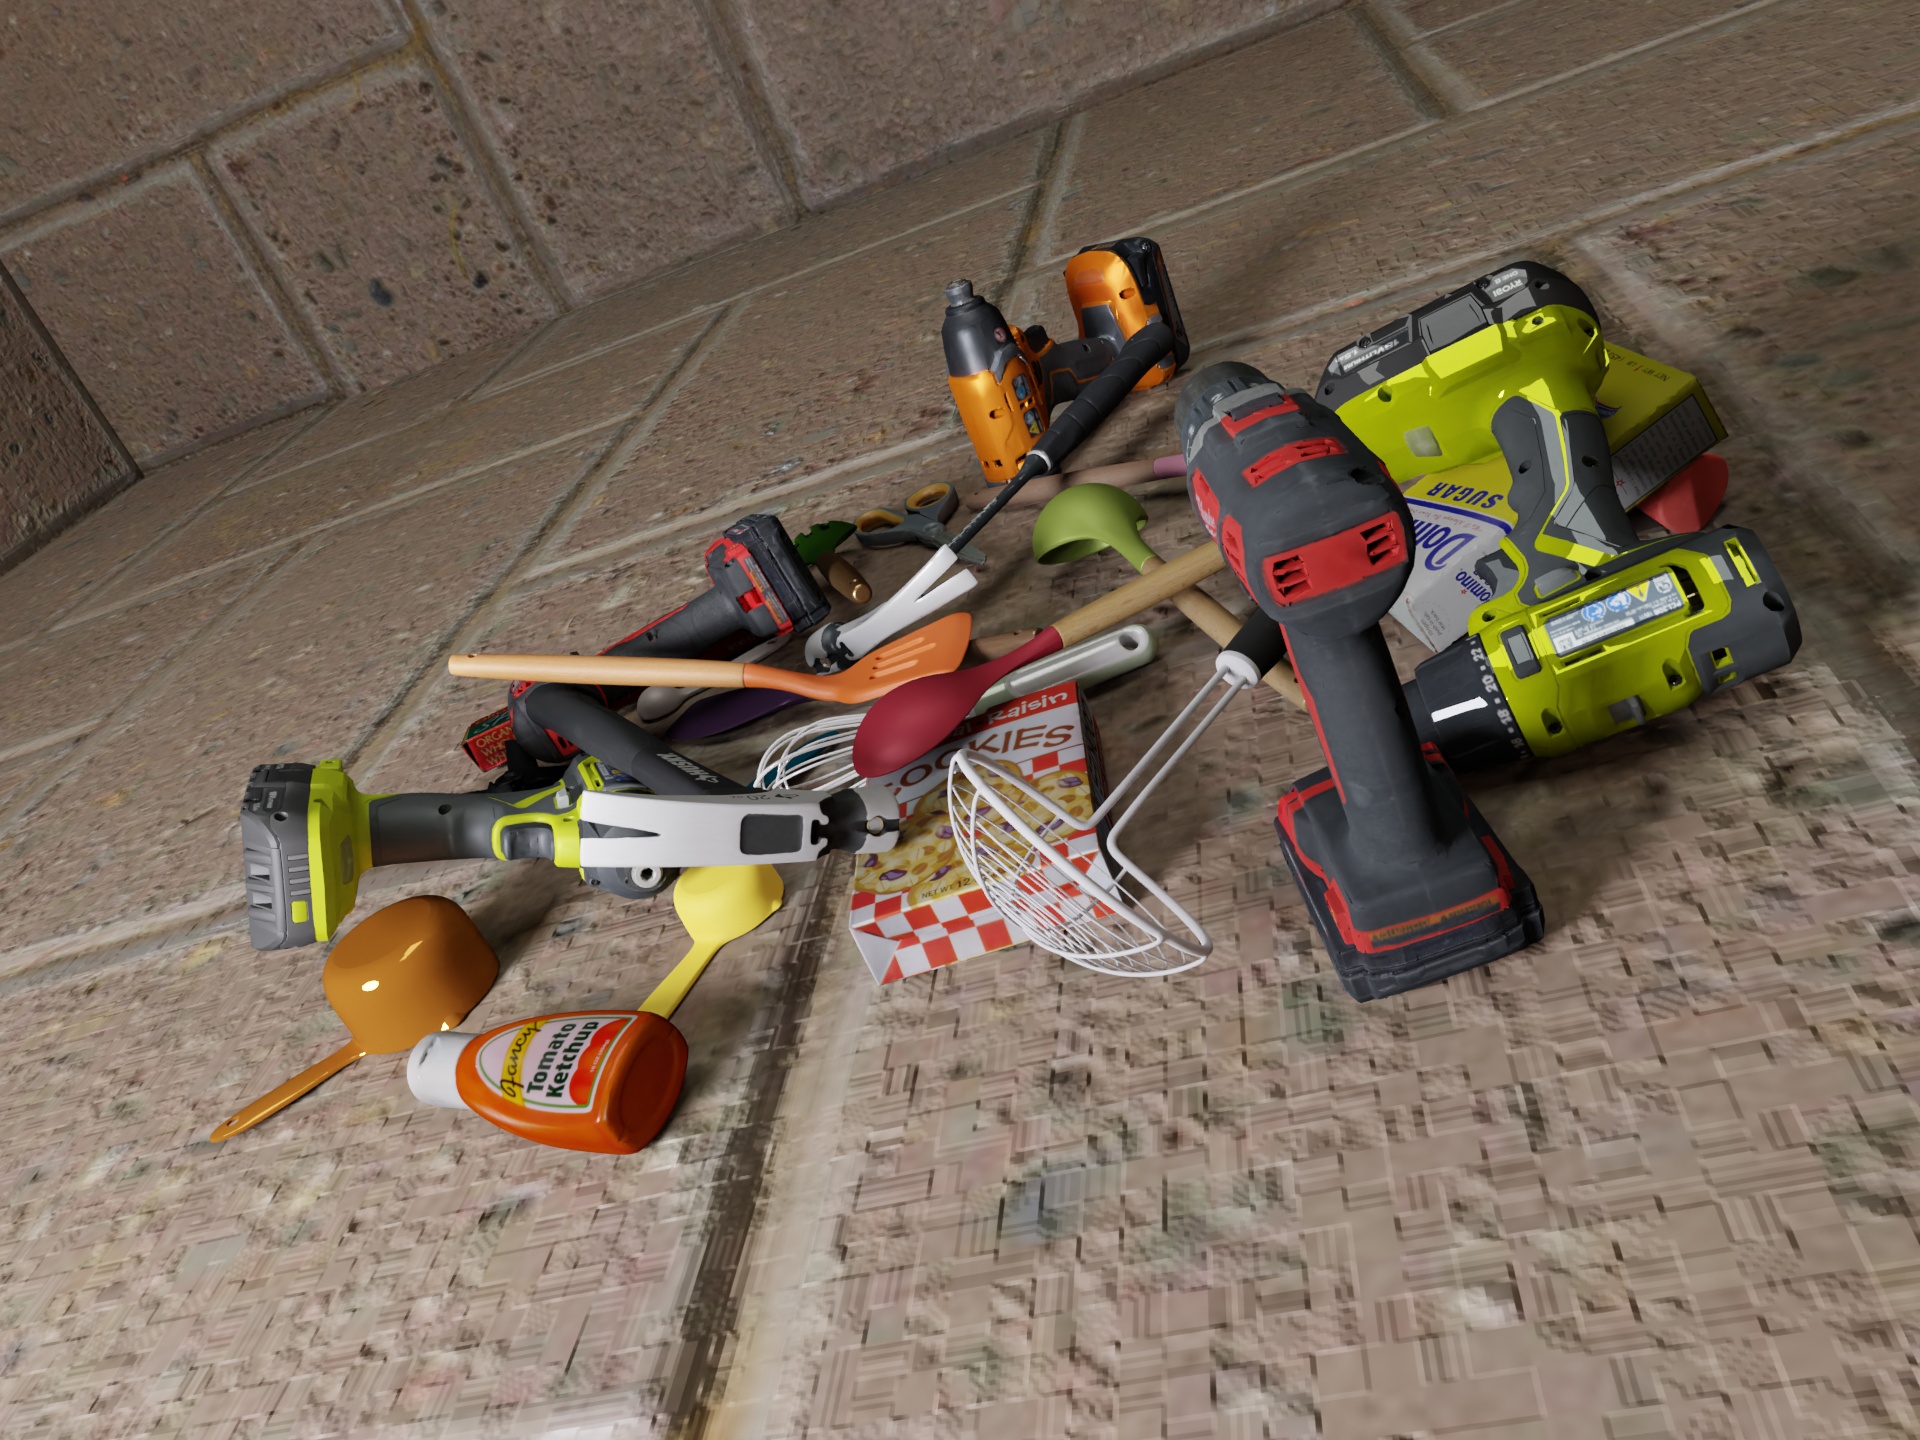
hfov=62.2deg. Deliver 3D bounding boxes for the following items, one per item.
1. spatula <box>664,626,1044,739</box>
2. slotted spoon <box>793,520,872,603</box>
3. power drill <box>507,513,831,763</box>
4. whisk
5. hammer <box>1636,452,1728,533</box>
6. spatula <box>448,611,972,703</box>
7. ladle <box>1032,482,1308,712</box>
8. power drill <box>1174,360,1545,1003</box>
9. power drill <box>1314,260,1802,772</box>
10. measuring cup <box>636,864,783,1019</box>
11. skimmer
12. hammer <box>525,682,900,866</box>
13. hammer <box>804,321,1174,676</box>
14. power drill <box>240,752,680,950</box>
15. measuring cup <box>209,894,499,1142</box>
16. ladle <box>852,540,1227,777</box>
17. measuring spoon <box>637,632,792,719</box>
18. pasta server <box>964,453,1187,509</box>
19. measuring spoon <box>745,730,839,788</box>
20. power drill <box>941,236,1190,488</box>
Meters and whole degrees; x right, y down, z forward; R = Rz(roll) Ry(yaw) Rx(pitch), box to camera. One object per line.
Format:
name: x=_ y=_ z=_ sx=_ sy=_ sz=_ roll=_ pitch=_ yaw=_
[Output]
spatula: x=-0.076 y=-0.022 z=1.005 sx=0.316 sy=0.018 sz=0.060 roll=-11 pitch=29 yaw=38
slotted spoon: x=-0.089 y=-0.111 z=1.122 sx=0.070 sy=0.031 sz=0.314 roll=-33 pitch=16 yaw=-3
power drill: x=-0.206 y=-0.052 z=1.081 sx=0.219 sy=0.078 sz=0.143 roll=-33 pitch=15 yaw=-9
whisk: x=-0.001 y=-0.003 z=0.902 sx=0.246 sy=0.059 sz=0.058 roll=-22 pitch=64 yaw=-5
hammer: x=0.343 y=-0.185 z=0.963 sx=0.149 sy=0.036 sz=0.359 roll=-22 pitch=26 yaw=5
spatula: x=-0.154 y=-0.037 z=0.960 sx=0.322 sy=0.041 sz=0.081 roll=2 pitch=29 yaw=6
ladle: x=0.126 y=-0.070 z=0.937 sx=0.078 sy=0.062 sz=0.320 roll=-18 pitch=32 yaw=-12
power drill: x=0.142 y=-0.027 z=0.620 sx=0.080 sy=0.226 sz=0.188 roll=-21 pitch=27 yaw=6
power drill: x=0.245 y=-0.085 z=0.735 sx=0.190 sy=0.080 sz=0.229 roll=-24 pitch=54 yaw=21
measuring cup: x=-0.145 y=0.118 z=0.813 sx=0.062 sy=0.029 sz=0.157 roll=-6 pitch=31 yaw=32
skimmer: x=0.116 y=-0.011 z=0.724 sx=0.363 sy=0.127 sz=0.090 roll=-44 pitch=-11 yaw=-44
hammer: x=-0.174 y=0.021 z=0.855 sx=0.146 sy=0.035 sz=0.335 roll=-2 pitch=12 yaw=-31
hammer: x=0.048 y=-0.176 z=1.117 sx=0.149 sy=0.036 sz=0.409 roll=-27 pitch=17 yaw=51
power drill: x=-0.268 y=0.066 z=0.872 sx=0.223 sy=0.080 sz=0.171 roll=-4 pitch=13 yaw=-19
measuring cup: x=-0.341 y=0.159 z=0.871 sx=0.173 sy=0.052 sz=0.095 roll=-35 pitch=28 yaw=-25
ladle: x=0.075 y=-0.055 z=0.872 sx=0.315 sy=0.031 sz=0.069 roll=-28 pitch=25 yaw=-16
measuring spoon: x=-0.178 y=-0.037 z=1.141 sx=0.124 sy=0.018 sz=0.034 roll=-29 pitch=26 yaw=-12
pasta server: x=0.123 y=-0.168 z=1.130 sx=0.316 sy=0.040 sz=0.060 roll=-2 pitch=34 yaw=44
measuring spoon: x=-0.110 y=0.042 z=0.947 sx=0.042 sy=0.021 sz=0.128 roll=-2 pitch=25 yaw=38
power drill: x=0.076 y=-0.301 z=1.259 sx=0.084 sy=0.164 sz=0.226 roll=6 pitch=37 yaw=46
